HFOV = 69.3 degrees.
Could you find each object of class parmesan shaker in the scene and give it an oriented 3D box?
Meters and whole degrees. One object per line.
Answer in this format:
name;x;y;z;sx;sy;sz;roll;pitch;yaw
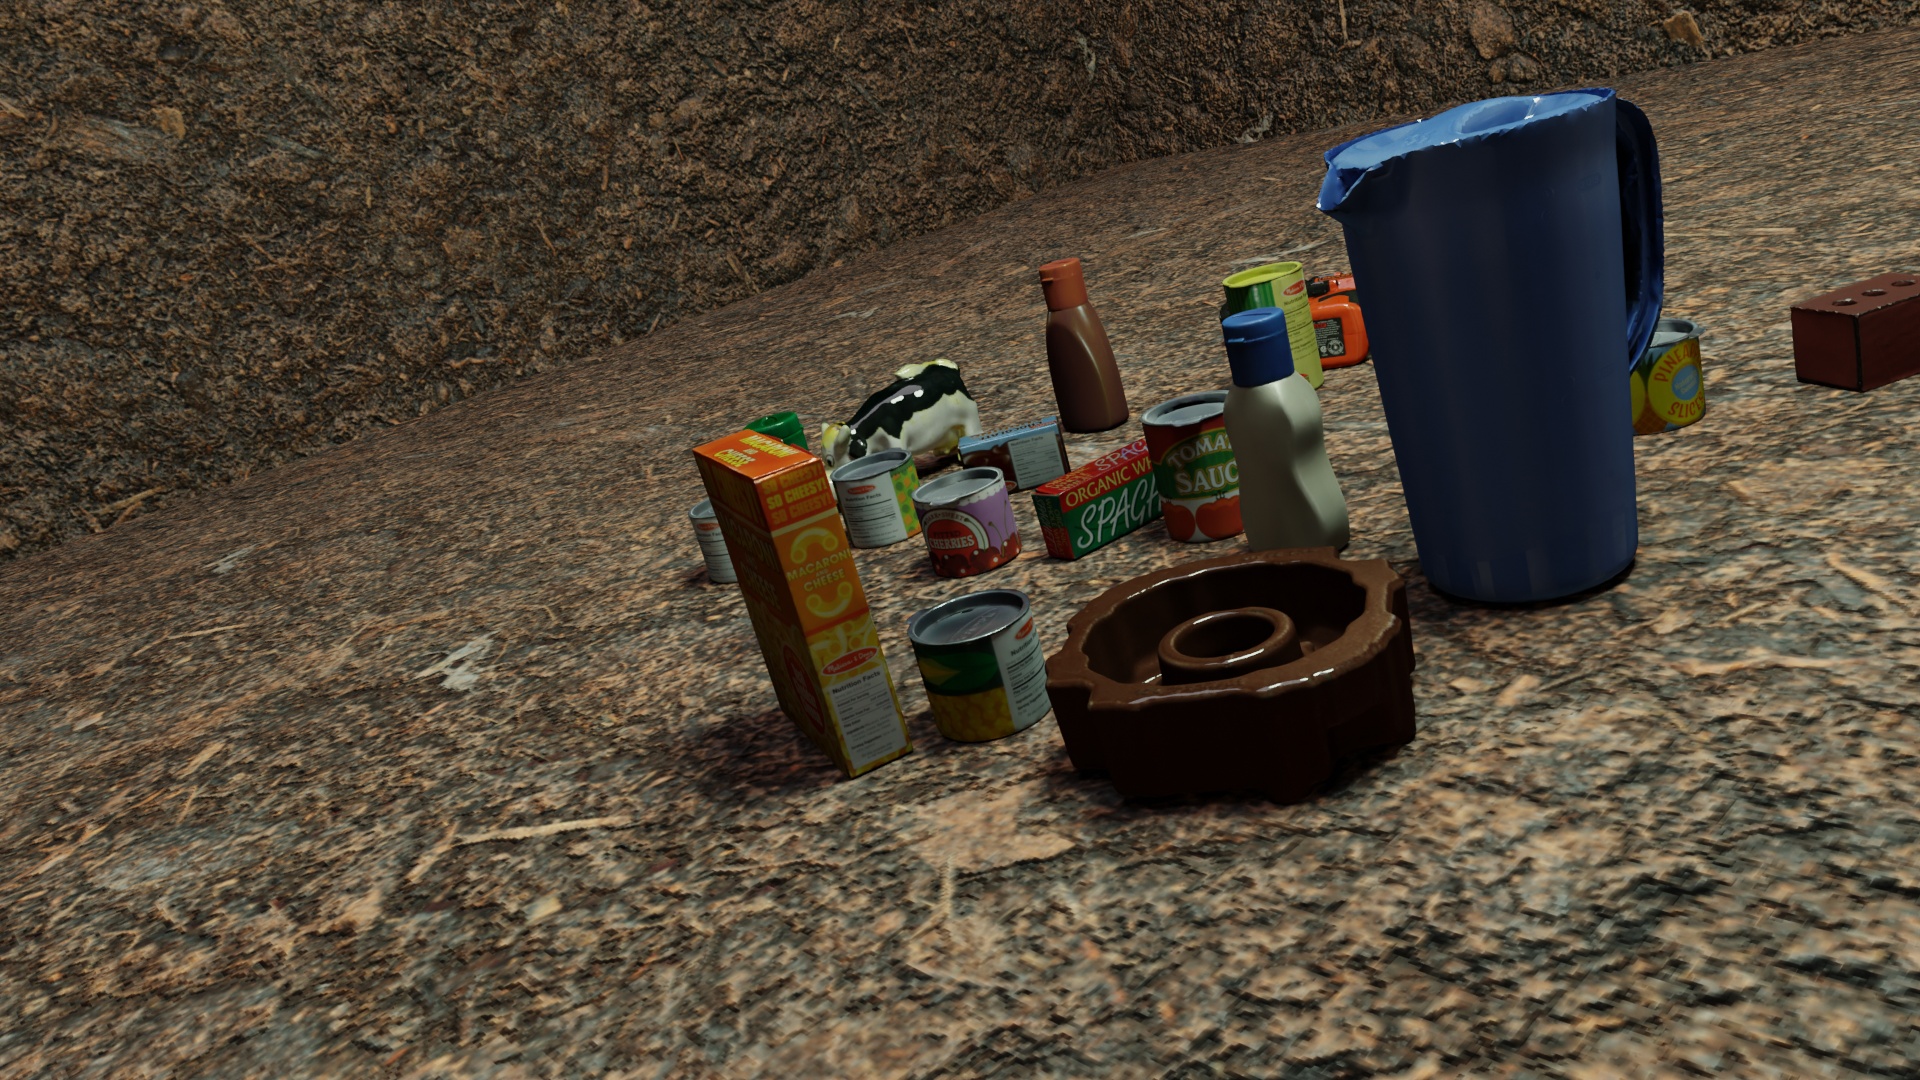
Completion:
parmesan shaker;0.262;-0.175;1.170;0.071;0.102;0.071;-14;18;5

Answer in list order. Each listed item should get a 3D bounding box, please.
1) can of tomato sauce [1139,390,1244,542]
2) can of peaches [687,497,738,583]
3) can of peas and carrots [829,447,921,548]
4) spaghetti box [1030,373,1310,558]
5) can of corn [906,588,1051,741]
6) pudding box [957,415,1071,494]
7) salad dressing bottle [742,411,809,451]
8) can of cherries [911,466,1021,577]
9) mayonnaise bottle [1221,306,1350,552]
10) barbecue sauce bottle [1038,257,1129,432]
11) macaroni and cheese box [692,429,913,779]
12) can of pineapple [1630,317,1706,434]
can of tomato sauce;0.159;-0.048;0.908;0.071;0.083;0.071;-14;18;5
can of peaches;-0.173;-0.006;1.098;0.071;0.058;0.071;-14;18;5
can of peas and carrots;-0.061;-0.034;1.087;0.071;0.058;0.071;-14;18;5
spaghetti box;0.159;-0.056;0.987;0.251;0.050;0.028;-26;20;-29
can of corn;0.009;0.065;0.733;0.071;0.058;0.071;-14;18;5
pudding box;0.043;-0.066;1.111;0.084;0.049;0.030;-14;18;5
salad dressing bottle;-0.102;-0.009;0.902;0.044;0.147;0.064;-17;18;-6
can of cherries;0.003;-0.012;0.970;0.071;0.058;0.072;-14;18;5
mayonnaise bottle;0.187;-0.062;0.821;0.041;0.147;0.065;-28;21;-35
barbecue sauce bottle;0.103;-0.170;1.214;0.065;0.148;0.044;4;26;46
macaroni and cheese box;-0.086;0.029;0.745;0.040;0.166;0.124;-22;19;-20
can of pineapple;0.439;-0.105;0.887;0.071;0.057;0.071;-14;18;5
